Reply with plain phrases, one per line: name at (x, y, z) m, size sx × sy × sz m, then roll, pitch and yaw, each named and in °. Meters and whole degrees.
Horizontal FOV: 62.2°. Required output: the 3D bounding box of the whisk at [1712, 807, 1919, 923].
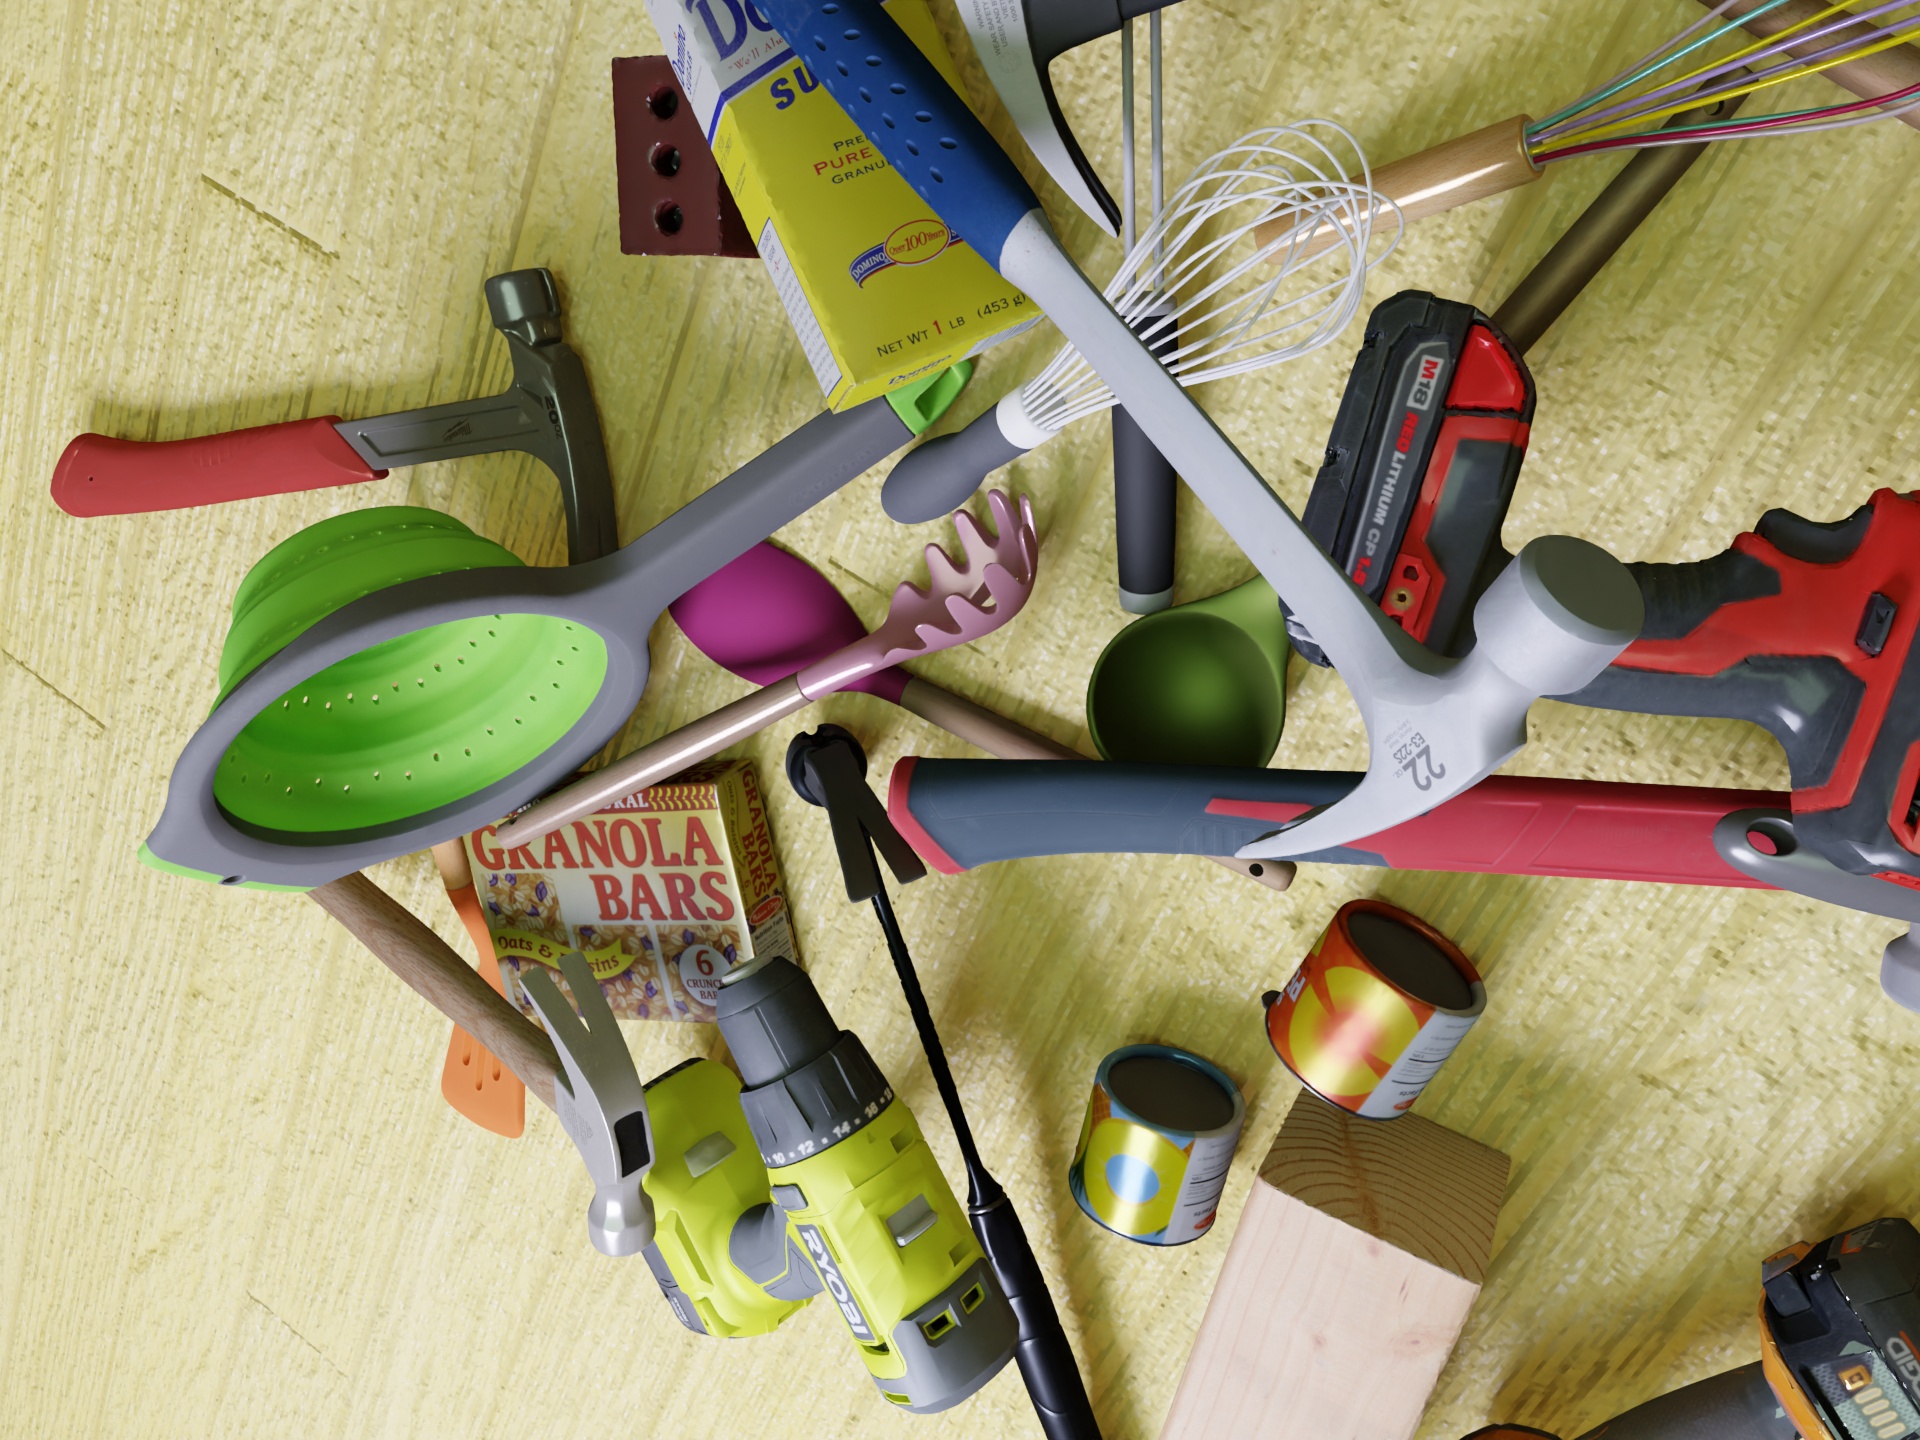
whisk at (0.356, 0.067, 0.488) m, size 0.239 × 0.055 × 0.055 m, roll 15°, pitch 112°, yaw 13°

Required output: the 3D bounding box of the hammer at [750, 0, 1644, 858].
hammer at (0.022, -0.135, 0.490) m, size 0.406 × 0.035 × 0.144 m, roll 54°, pitch 145°, yaw 19°

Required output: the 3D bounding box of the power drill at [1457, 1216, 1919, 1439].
power drill at (0.241, 0.264, 0.556) m, size 0.226 × 0.185 × 0.084 m, roll -38°, pitch 63°, yaw 23°

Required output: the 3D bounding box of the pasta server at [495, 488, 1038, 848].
pasta server at (-0.094, -0.010, 0.702) m, size 0.316 × 0.060 × 0.040 m, roll -25°, pitch 126°, yaw 24°

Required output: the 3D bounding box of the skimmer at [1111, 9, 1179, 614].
skimmer at (0.073, -0.220, 0.582) m, size 0.127 × 0.090 × 0.363 m, roll 4°, pitch 119°, yaw 15°

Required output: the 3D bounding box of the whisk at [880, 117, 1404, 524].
whisk at (0.043, -0.120, 0.564) m, size 0.284 × 0.070 × 0.070 m, roll -23°, pitch 96°, yaw 57°

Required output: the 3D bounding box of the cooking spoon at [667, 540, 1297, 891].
cooking spoon at (-0.001, -0.002, 0.695) m, size 0.319 × 0.017 × 0.068 m, roll 26°, pitch 116°, yaw 18°

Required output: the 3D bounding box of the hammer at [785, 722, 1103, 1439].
hammer at (0.009, 0.203, 0.712) m, size 0.036 × 0.149 × 0.408 m, roll -21°, pitch 106°, yaw -8°

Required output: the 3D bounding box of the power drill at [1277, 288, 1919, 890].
power drill at (0.229, -0.065, 0.480) m, size 0.227 × 0.080 × 0.188 m, roll 19°, pitch 93°, yaw 16°

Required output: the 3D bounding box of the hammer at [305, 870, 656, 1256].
hammer at (-0.259, 0.129, 0.799) m, size 0.332 × 0.031 × 0.130 m, roll 26°, pitch 125°, yaw 38°

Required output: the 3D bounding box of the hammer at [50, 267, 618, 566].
hammer at (-0.333, -0.126, 0.813) m, size 0.359 × 0.037 × 0.149 m, roll -3°, pitch 105°, yaw 27°

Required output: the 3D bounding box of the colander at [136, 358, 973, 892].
colander at (-0.179, -0.070, 0.681) m, size 0.397 × 0.204 × 0.095 m, roll -33°, pitch 70°, yaw 8°

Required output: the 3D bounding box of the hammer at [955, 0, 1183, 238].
hammer at (0.161, -0.255, 0.477) m, size 0.335 × 0.035 × 0.146 m, roll -11°, pitch 116°, yaw 14°

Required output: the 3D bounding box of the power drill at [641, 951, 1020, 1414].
power drill at (-0.084, 0.204, 0.716) m, size 0.228 × 0.080 × 0.190 m, roll -27°, pitch 91°, yaw 56°

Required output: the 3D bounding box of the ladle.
ladle at (0.157, -0.092, 0.566) m, size 0.078 × 0.062 × 0.320 m, roll 39°, pitch 117°, yaw 0°

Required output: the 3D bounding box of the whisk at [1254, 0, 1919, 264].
whisk at (0.204, -0.190, 0.505) m, size 0.245 × 0.051 × 0.047 m, roll -9°, pitch 63°, yaw 41°

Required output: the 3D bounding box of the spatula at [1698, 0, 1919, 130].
spatula at (0.339, -0.147, 0.462) m, size 0.317 × 0.044 × 0.082 m, roll 37°, pitch 145°, yaw 14°

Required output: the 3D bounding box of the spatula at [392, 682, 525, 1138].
spatula at (-0.276, 0.068, 0.830) m, size 0.081 × 0.041 × 0.322 m, roll 10°, pitch 119°, yaw 41°

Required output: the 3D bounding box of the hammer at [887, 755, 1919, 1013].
hammer at (0.164, 0.021, 0.561) m, size 0.386 × 0.038 × 0.143 m, roll 2°, pitch 107°, yaw 12°
